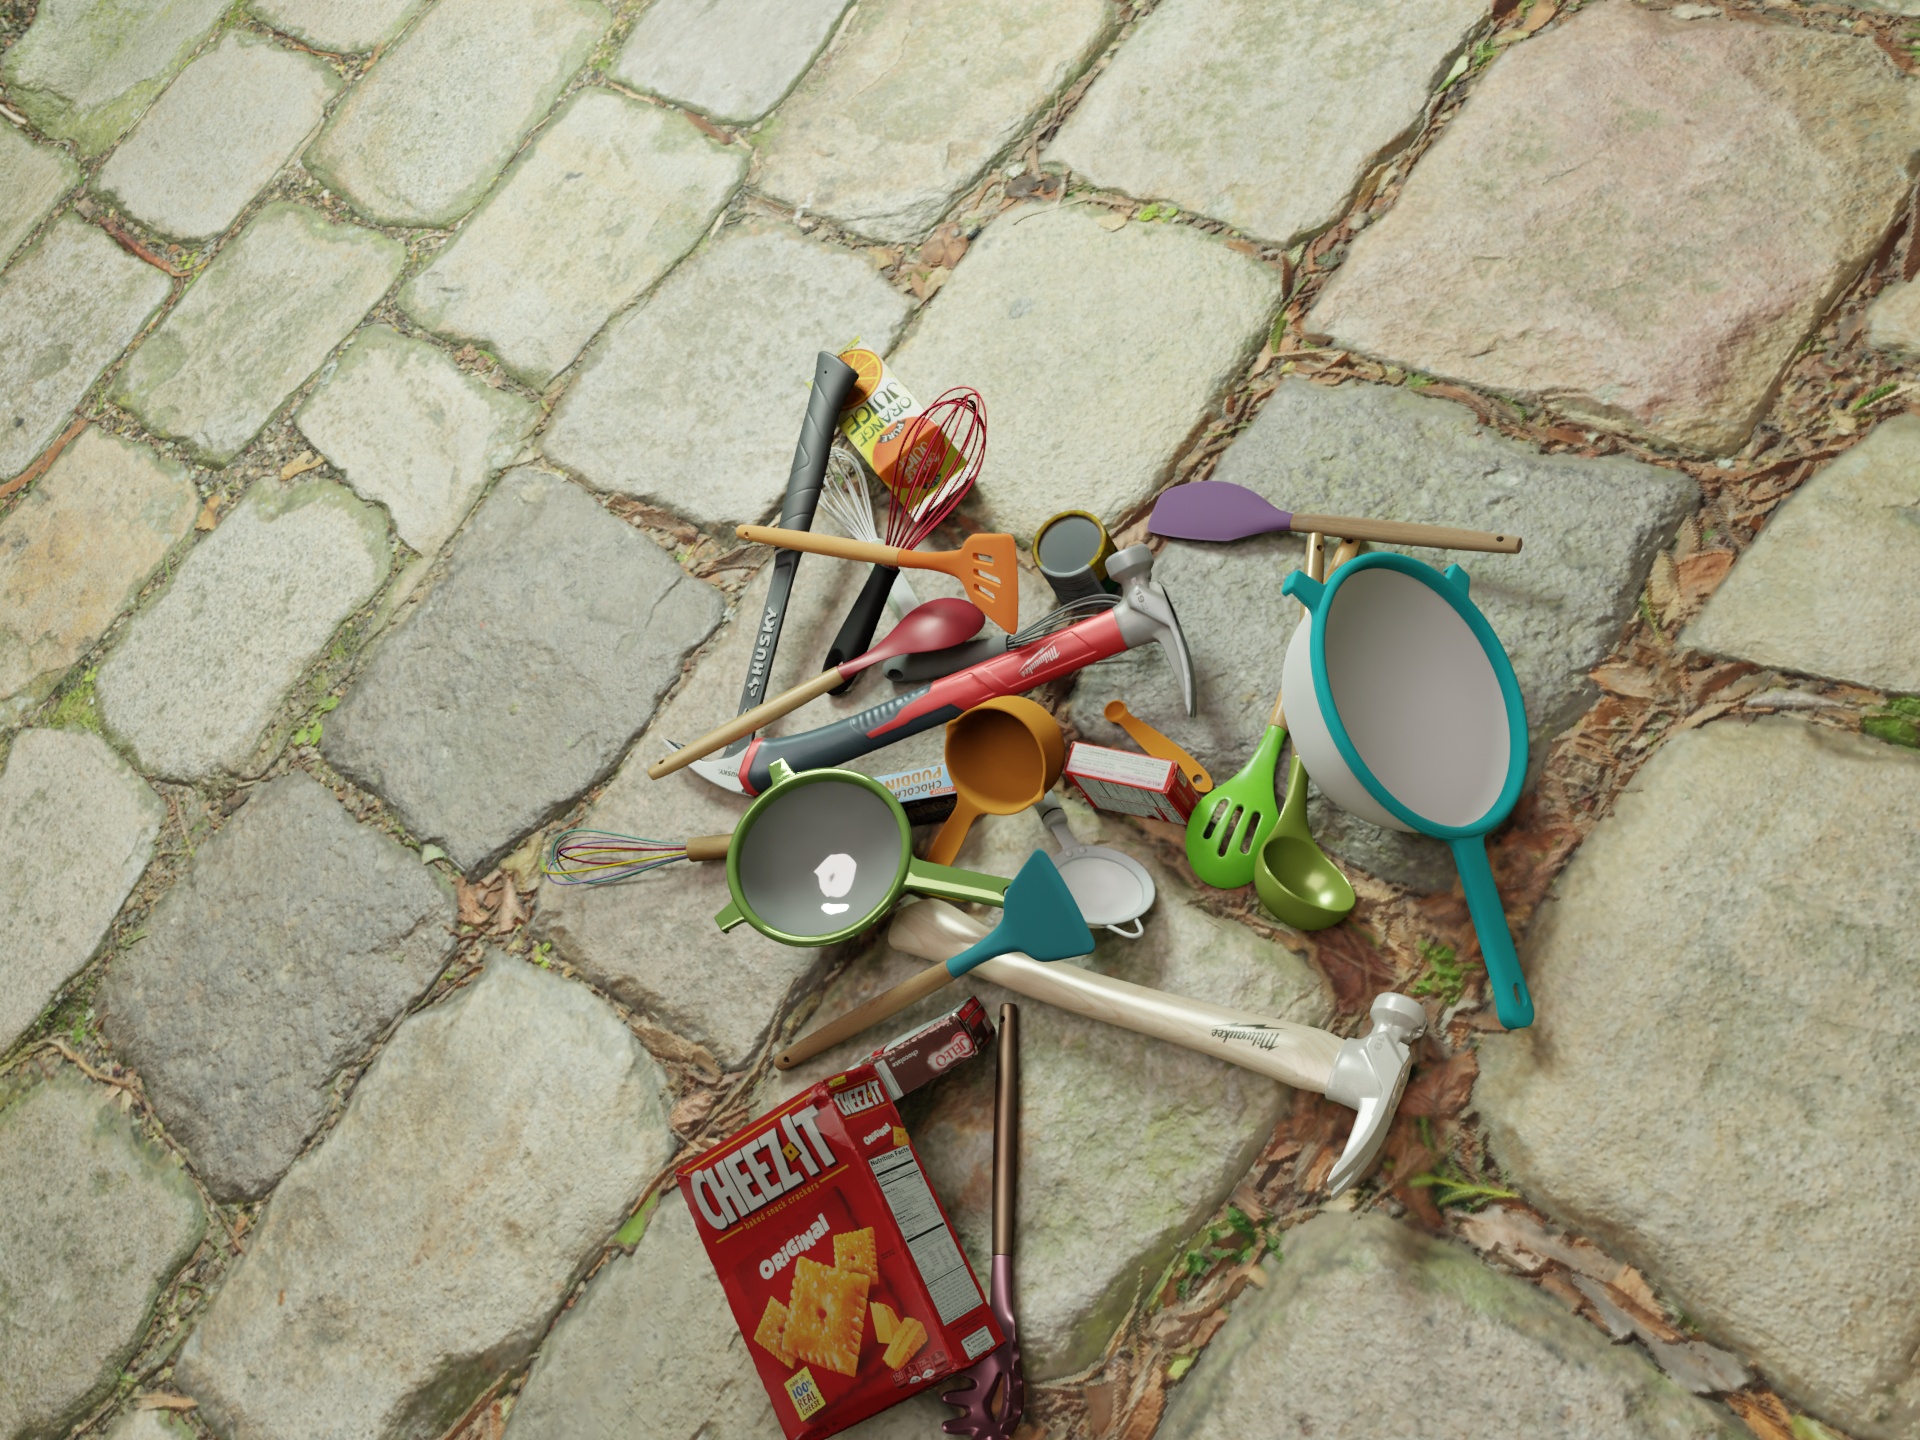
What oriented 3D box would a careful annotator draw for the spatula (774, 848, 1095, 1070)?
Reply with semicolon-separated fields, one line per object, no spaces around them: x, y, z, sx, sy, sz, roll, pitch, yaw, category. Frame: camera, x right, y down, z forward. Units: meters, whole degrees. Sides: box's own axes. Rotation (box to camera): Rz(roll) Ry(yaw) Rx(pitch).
-0.032;0.199;1.204;0.317;0.044;0.082;-33;80;25;spatula

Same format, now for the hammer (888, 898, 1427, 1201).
0.117;0.215;1.162;0.411;0.038;0.146;13;56;31;hammer

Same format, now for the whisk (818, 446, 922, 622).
-0.082;-0.163;1.447;0.058;0.059;0.247;-19;60;-18;whisk

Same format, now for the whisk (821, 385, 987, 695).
-0.054;-0.151;1.371;0.073;0.073;0.295;37;109;33;whisk

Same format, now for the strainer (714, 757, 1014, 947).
-0.056;0.126;1.254;0.256;0.069;0.152;10;65;15;strainer

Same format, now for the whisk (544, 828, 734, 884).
-0.254;0.113;1.394;0.245;0.047;0.051;-7;75;16;whisk

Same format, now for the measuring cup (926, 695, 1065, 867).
0.020;0.056;1.250;0.095;0.052;0.173;37;122;15;measuring cup

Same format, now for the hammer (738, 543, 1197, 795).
-0.002;-0.004;1.293;0.386;0.038;0.143;-22;81;14;hammer

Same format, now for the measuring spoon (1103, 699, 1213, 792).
0.158;0.022;1.270;0.021;0.011;0.117;-47;60;-3;measuring spoon

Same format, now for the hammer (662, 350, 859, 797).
-0.161;-0.135;1.426;0.149;0.036;0.409;9;83;30;hammer

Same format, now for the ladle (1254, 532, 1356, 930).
0.264;0.001;1.188;0.062;0.078;0.320;148;134;-61;ladle

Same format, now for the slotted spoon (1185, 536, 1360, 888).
0.253;-0.016;1.234;0.070;0.031;0.314;19;73;20;slotted spoon

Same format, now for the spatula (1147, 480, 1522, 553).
0.292;-0.158;1.274;0.316;0.018;0.060;13;69;37;spatula

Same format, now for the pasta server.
0.026;0.357;1.148;0.060;0.040;0.316;-20;56;38;pasta server

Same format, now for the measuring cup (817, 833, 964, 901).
-0.050;0.123;1.299;0.156;0.029;0.062;9;70;30;measuring cup

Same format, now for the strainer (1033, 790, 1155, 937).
0.079;0.086;1.256;0.087;0.050;0.259;-10;48;-21;strainer

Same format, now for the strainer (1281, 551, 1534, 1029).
0.316;0.054;1.125;0.095;0.211;0.340;-28;72;52;strainer

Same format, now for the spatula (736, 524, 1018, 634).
-0.073;-0.137;1.329;0.323;0.041;0.081;13;115;34;spatula

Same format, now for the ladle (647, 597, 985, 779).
-0.124;-0.027;1.349;0.315;0.031;0.069;-28;35;0;ladle

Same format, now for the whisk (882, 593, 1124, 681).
0.040;-0.063;1.343;0.239;0.055;0.055;-11;62;24;whisk
